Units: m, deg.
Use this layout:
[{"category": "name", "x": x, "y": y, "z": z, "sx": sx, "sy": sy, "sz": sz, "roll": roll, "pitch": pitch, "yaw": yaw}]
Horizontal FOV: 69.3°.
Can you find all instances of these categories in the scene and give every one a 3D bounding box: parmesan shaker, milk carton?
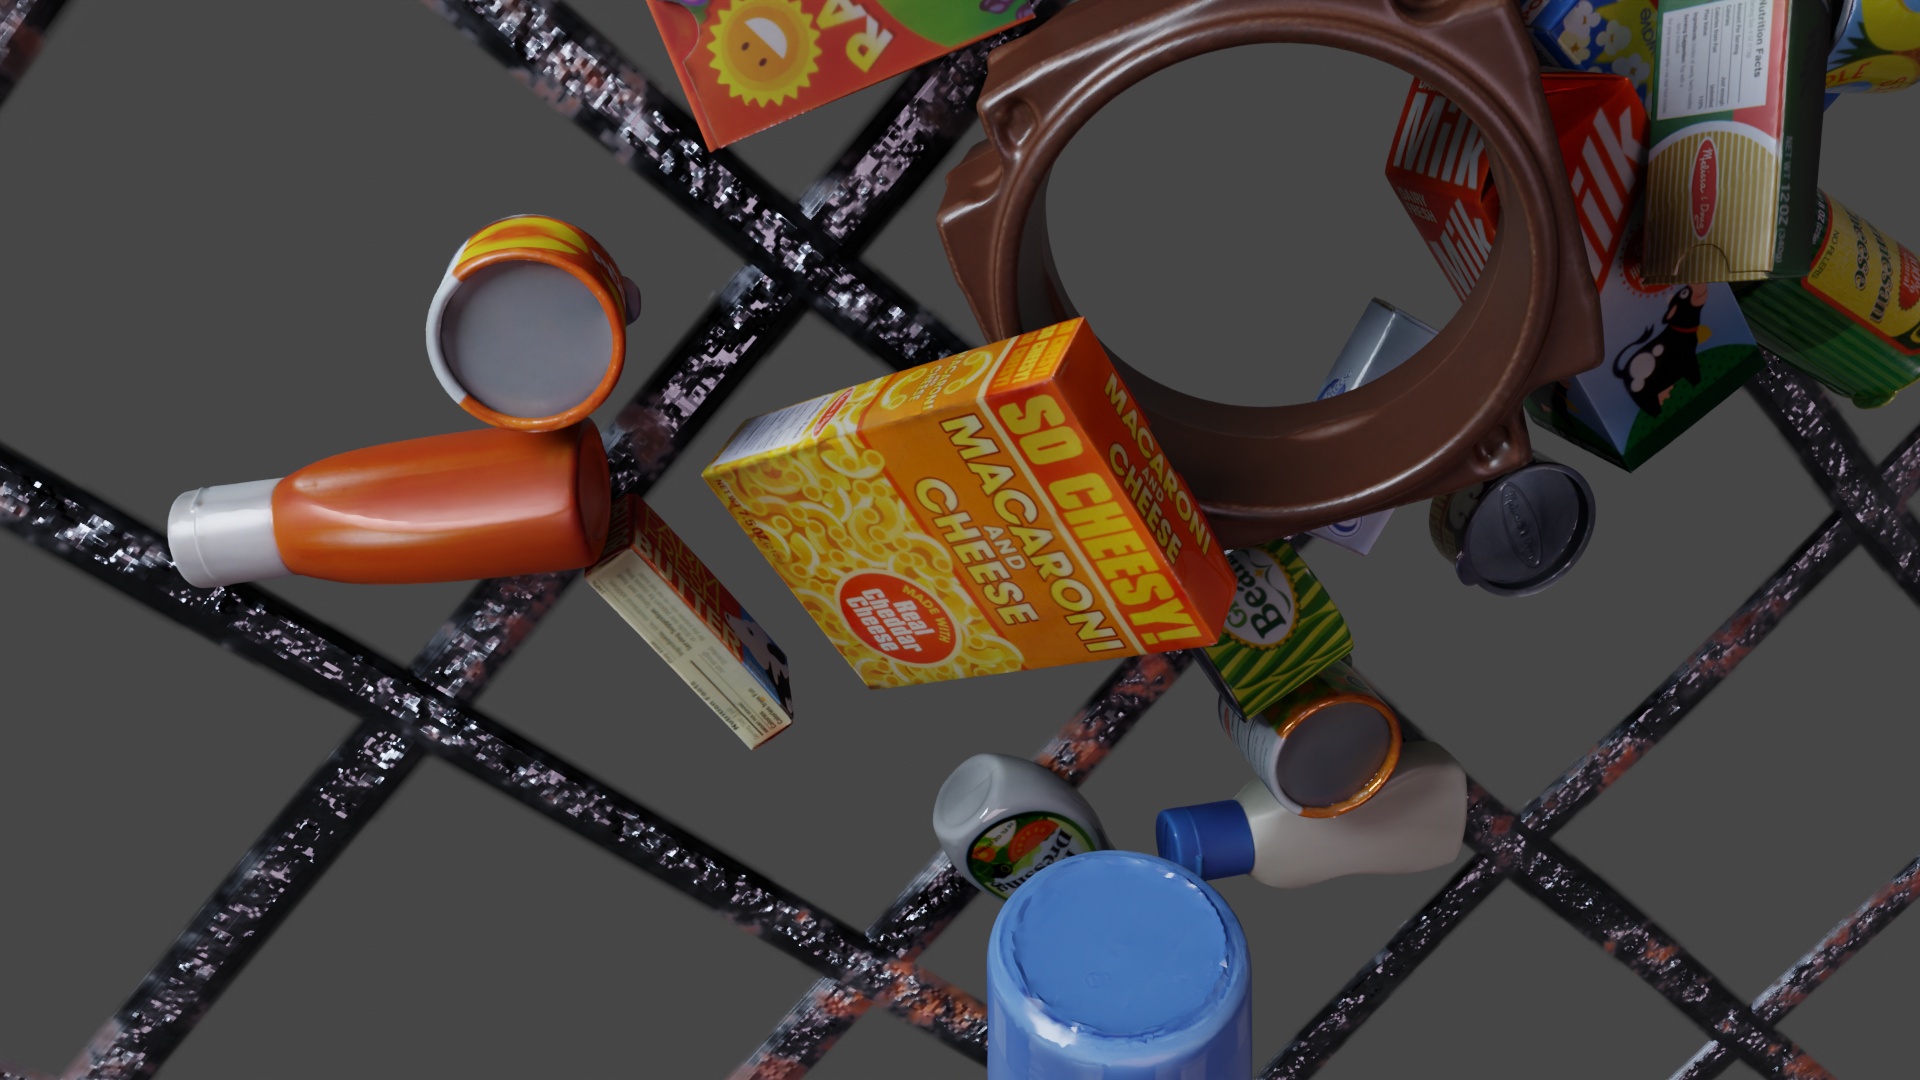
[{"category": "parmesan shaker", "x": 0.371, "y": -0.109, "z": 0.605, "sx": 0.103, "sy": 0.071, "sz": 0.071, "roll": 22, "pitch": 106, "yaw": -22}, {"category": "milk carton", "x": 0.242, "y": -0.125, "z": 0.564, "sx": 0.073, "sy": 0.072, "sz": 0.190, "roll": -40, "pitch": 116, "yaw": 4}]

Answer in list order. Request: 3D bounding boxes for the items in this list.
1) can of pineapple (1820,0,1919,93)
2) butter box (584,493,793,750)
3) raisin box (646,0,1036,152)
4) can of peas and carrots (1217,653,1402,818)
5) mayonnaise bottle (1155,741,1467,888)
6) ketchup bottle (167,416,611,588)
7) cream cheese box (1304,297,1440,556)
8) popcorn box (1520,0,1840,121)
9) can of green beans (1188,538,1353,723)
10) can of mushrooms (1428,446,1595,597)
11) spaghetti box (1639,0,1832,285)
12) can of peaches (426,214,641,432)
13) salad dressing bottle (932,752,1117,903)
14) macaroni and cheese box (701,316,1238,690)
[{"category": "can of pineapple", "x": 0.324, "y": -0.197, "z": 0.513, "sx": 0.058, "sy": 0.071, "sz": 0.070, "roll": -4, "pitch": 114, "yaw": -14}, {"category": "butter box", "x": -0.107, "y": 0.032, "z": 0.556, "sx": 0.024, "sy": 0.053, "sz": 0.103, "roll": -35, "pitch": 116, "yaw": 6}, {"category": "raisin box", "x": -0.047, "y": -0.199, "z": 0.478, "sx": 0.123, "sy": 0.040, "sz": 0.085, "roll": -23, "pitch": 117, "yaw": -3}, {"category": "can of peas and carrots", "x": 0.163, "y": 0.085, "z": 0.643, "sx": 0.071, "sy": 0.059, "sz": 0.070, "roll": -5, "pitch": 115, "yaw": -12}, {"category": "mayonnaise bottle", "x": 0.171, "y": 0.138, "z": 0.679, "sx": 0.148, "sy": 0.041, "sz": 0.064, "roll": -7, "pitch": 113, "yaw": -10}, {"category": "ketchup bottle", "x": -0.207, "y": -0.010, "z": 0.509, "sx": 0.149, "sy": 0.065, "sz": 0.043, "roll": -7, "pitch": 131, "yaw": -2}, {"category": "cream cheese box", "x": 0.179, "y": -0.048, "z": 0.608, "sx": 0.053, "sy": 0.024, "sz": 0.103, "roll": 22, "pitch": 106, "yaw": -21}, {"category": "popcorn box", "x": 0.292, "y": -0.201, "z": 0.563, "sx": 0.126, "sy": 0.038, "sz": 0.085, "roll": 35, "pitch": 100, "yaw": -24}, {"category": "can of green beans", "x": 0.129, "y": 0.037, "z": 0.609, "sx": 0.058, "sy": 0.071, "sz": 0.071, "roll": -34, "pitch": 117, "yaw": 2}, {"category": "can of mushrooms", "x": 0.251, "y": -0.009, "z": 0.638, "sx": 0.071, "sy": 0.033, "sz": 0.070, "roll": -6, "pitch": 115, "yaw": -12}, {"category": "spaghetti box", "x": 0.277, "y": -0.217, "z": 0.488, "sx": 0.029, "sy": 0.050, "sz": 0.249, "roll": -5, "pitch": 99, "yaw": -31}, {"category": "can of peaches", "x": -0.150, "y": -0.078, "z": 0.494, "sx": 0.071, "sy": 0.058, "sz": 0.071, "roll": -5, "pitch": 114, "yaw": -11}, {"category": "salad dressing bottle", "x": 0.053, "y": 0.155, "z": 0.654, "sx": 0.147, "sy": 0.044, "sz": 0.064, "roll": 39, "pitch": 105, "yaw": -26}, {"category": "macaroni and cheese box", "x": 0.002, "y": -0.007, "z": 0.520, "sx": 0.166, "sy": 0.040, "sz": 0.123, "roll": -12, "pitch": 125, "yaw": 38}]
